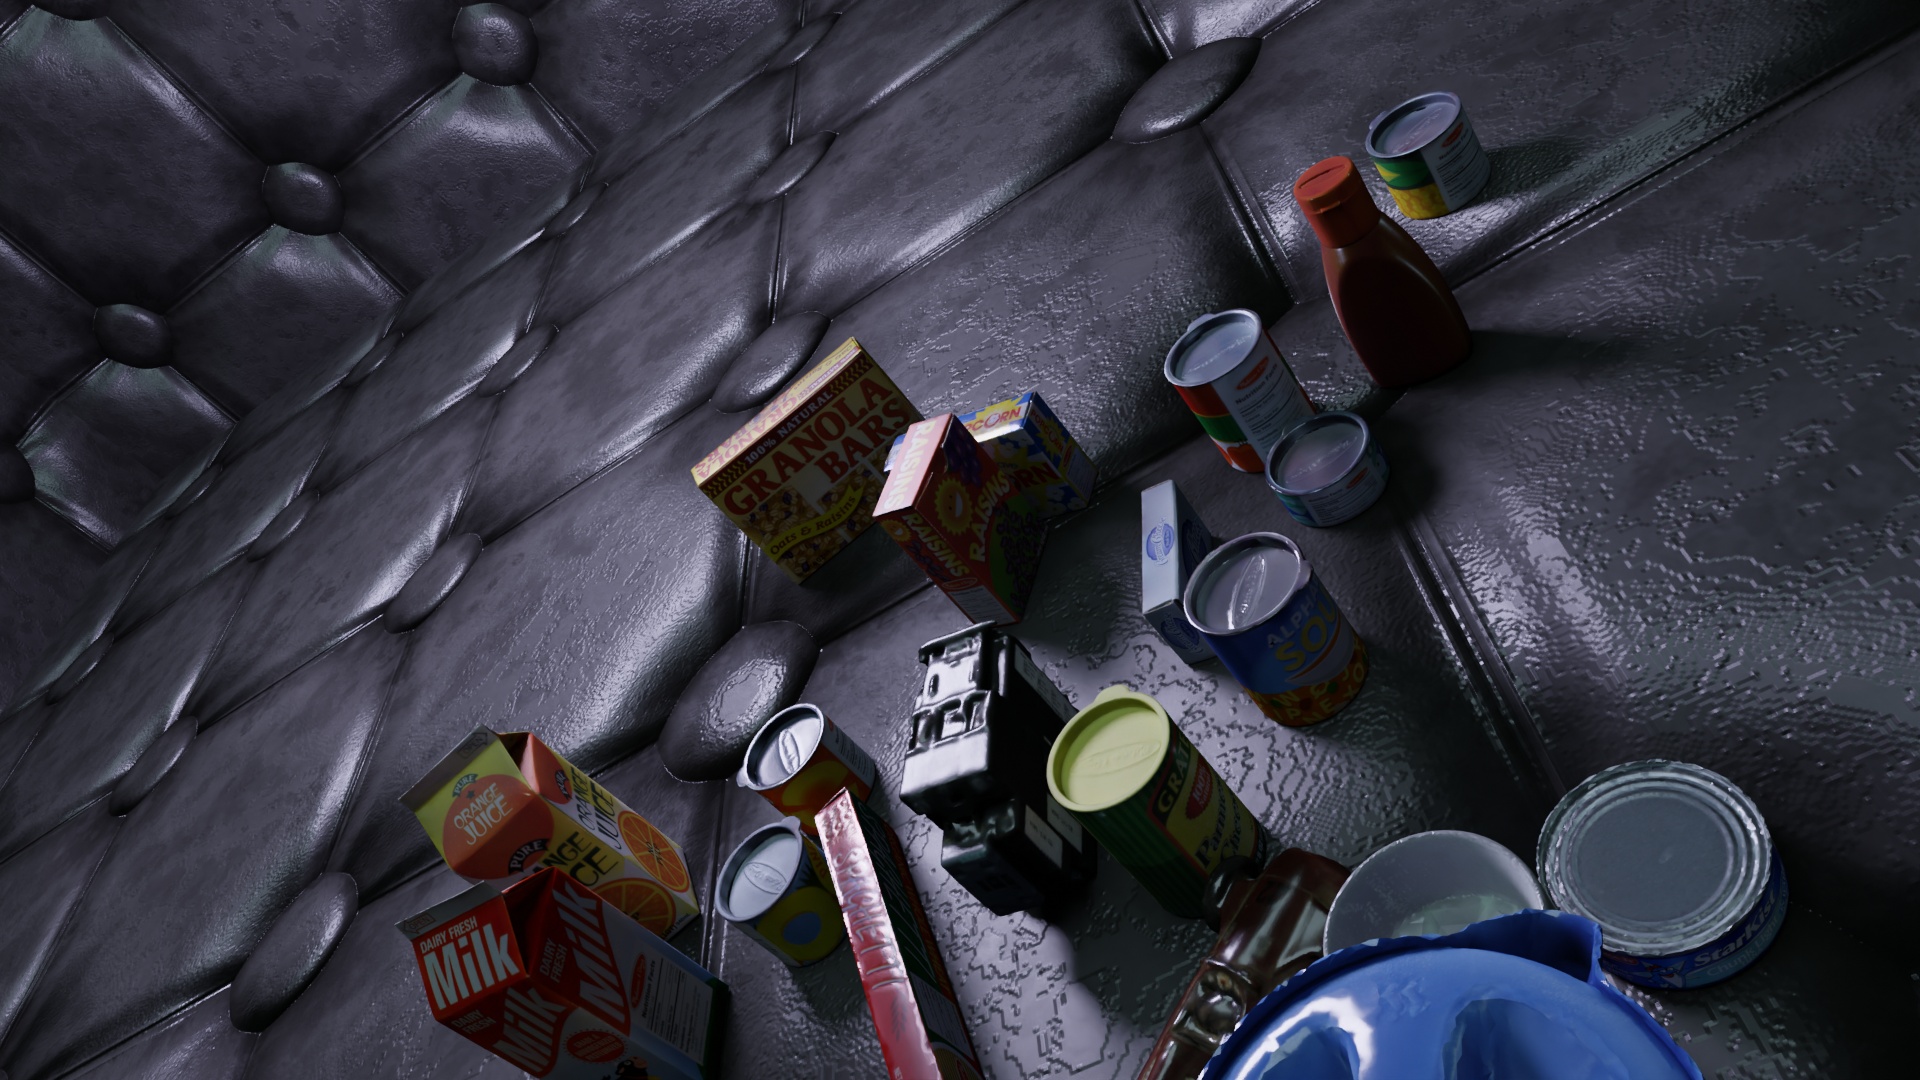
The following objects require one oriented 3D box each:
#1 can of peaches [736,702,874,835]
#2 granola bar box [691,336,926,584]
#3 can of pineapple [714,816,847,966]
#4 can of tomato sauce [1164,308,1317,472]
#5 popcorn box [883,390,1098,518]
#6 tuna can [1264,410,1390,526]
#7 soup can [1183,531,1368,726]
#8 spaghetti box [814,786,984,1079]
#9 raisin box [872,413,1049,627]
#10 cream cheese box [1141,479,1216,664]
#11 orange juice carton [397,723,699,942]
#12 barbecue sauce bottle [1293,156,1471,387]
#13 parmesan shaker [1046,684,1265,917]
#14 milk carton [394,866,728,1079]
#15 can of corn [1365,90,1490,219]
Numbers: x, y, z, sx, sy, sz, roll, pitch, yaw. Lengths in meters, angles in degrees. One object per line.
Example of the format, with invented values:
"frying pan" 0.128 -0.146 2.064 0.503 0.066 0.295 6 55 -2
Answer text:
"can of peaches" -0.099 0.150 0.900 0.071 0.058 0.071 -27 35 21
"granola bar box" -0.107 -0.061 1.096 0.165 0.124 0.039 -39 32 4
"can of pineapple" -0.102 0.211 0.830 0.071 0.057 0.071 -27 35 21
"can of tomato sauce" 0.177 -0.094 0.876 0.071 0.083 0.071 -28 35 21
"popcorn box" 0.021 -0.049 0.984 0.126 0.085 0.038 -15 41 35
"tuna can" 0.216 -0.043 0.822 0.071 0.032 0.071 -27 35 21
"soup can" 0.167 0.047 0.719 0.071 0.083 0.072 -28 35 21
"spaghetti box" -0.031 0.228 0.743 0.028 0.050 0.251 -39 32 5
"raisin box" 0.003 -0.012 0.922 0.040 0.123 0.086 -13 42 37
"cream cheese box" 0.129 0.018 0.820 0.024 0.053 0.104 -24 36 26
"orange juice carton" -0.262 0.194 0.892 0.072 0.192 0.073 -41 32 1
"barbecue sauce bottle" 0.245 -0.157 0.818 0.064 0.148 0.044 -21 38 30
"parmesan shaker" 0.098 0.128 0.677 0.071 0.103 0.072 -28 35 21
"milk carton" -0.222 0.252 0.785 0.072 0.190 0.074 -29 34 20
"can of corn" 0.319 -0.263 0.950 0.071 0.058 0.071 -27 35 21
